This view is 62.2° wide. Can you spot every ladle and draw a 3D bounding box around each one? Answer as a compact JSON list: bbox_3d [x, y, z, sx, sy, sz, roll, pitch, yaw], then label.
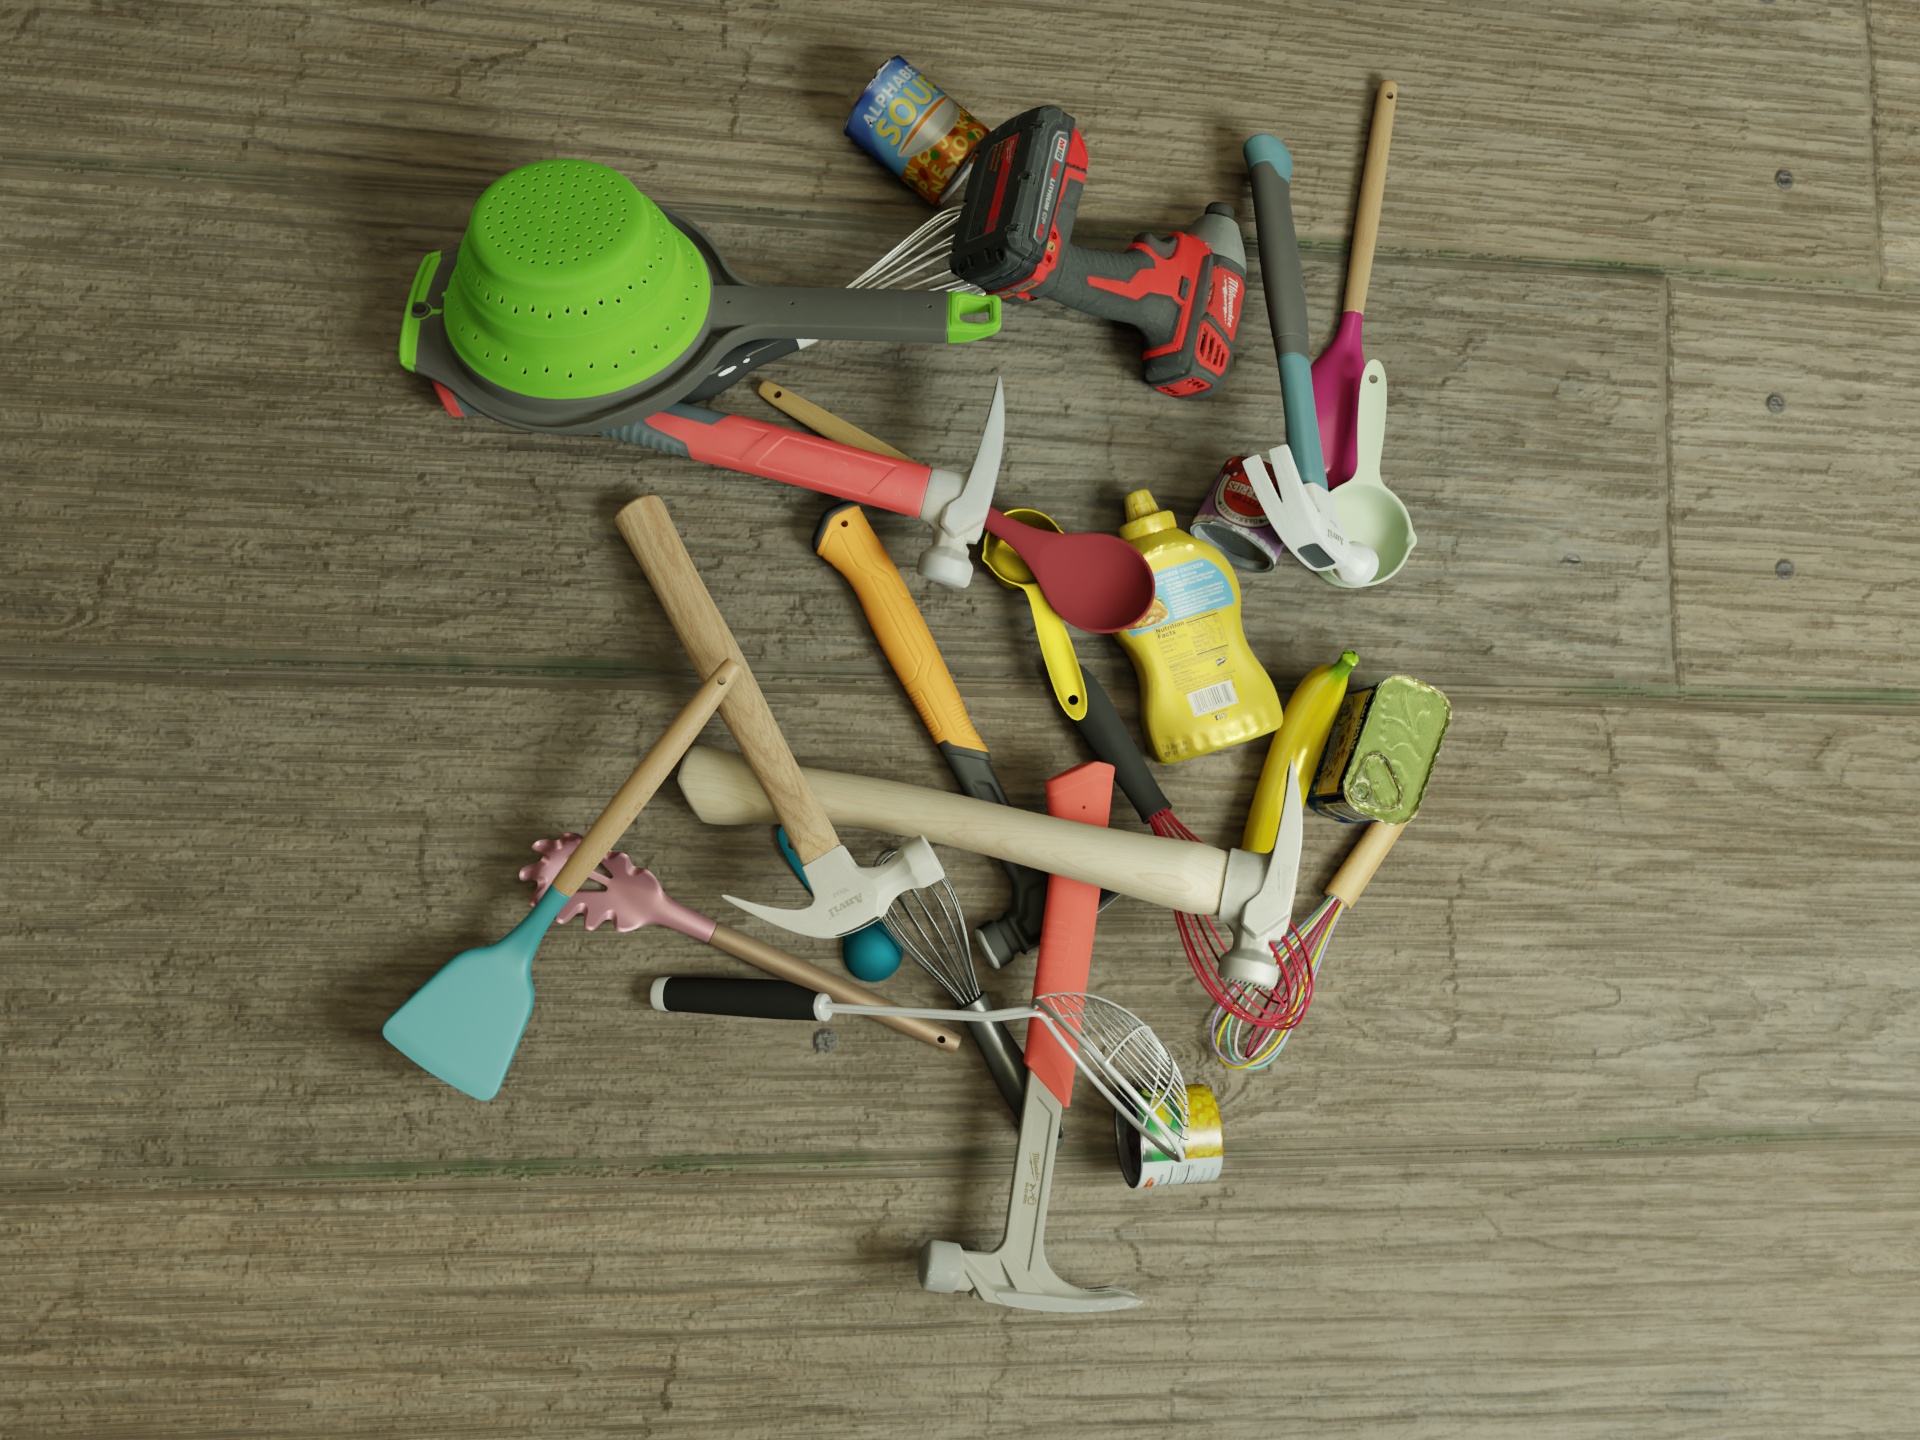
[{"bbox_3d":[-0.006,-0.154,1.103,0.315,0.031,0.069,31,84,6],"label":"ladle"}]

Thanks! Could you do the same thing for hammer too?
[{"bbox_3d":[-0.164,-0.206,1.070,0.386,0.038,0.143,15,91,0],"label":"hammer"},{"bbox_3d":[0.015,0.061,1.044,0.410,0.038,0.146,11,80,10],"label":"hammer"},{"bbox_3d":[-0.145,-0.007,1.047,0.130,0.031,0.331,-30,75,0],"label":"hammer"},{"bbox_3d":[0.072,0.207,1.062,0.149,0.037,0.359,10,83,-12],"label":"hammer"},{"bbox_3d":[0.234,-0.264,1.121,0.128,0.033,0.331,18,63,-48],"label":"hammer"},{"bbox_3d":[-0.002,-0.004,1.108,0.127,0.034,0.337,-29,89,-10],"label":"hammer"}]

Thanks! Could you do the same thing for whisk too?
[{"bbox_3d":[0.145,0.081,1.087,0.073,0.073,0.296,-28,73,-10],"label":"whisk"},{"bbox_3d":[0.259,0.147,1.131,0.051,0.047,0.245,38,77,-3],"label":"whisk"},{"bbox_3d":[-0.082,-0.288,1.115,0.284,0.070,0.070,-26,89,-5],"label":"whisk"},{"bbox_3d":[0.008,0.191,1.088,0.055,0.055,0.239,-30,95,-10],"label":"whisk"}]

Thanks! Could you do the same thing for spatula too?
[{"bbox_3d":[-0.238,0.091,1.012,0.082,0.044,0.317,37,90,-9],"label":"spatula"}]

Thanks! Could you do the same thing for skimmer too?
[{"bbox_3d":[-0.035,0.211,0.996,0.363,0.127,0.090,1,60,17],"label":"skimmer"}]

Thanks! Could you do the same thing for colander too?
[{"bbox_3d":[-0.171,-0.291,1.029,0.397,0.094,0.205,1,60,-1],"label":"colander"}]

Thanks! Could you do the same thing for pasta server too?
[{"bbox_3d":[-0.142,0.156,1.069,0.316,0.040,0.060,26,93,-7],"label":"pasta server"}]

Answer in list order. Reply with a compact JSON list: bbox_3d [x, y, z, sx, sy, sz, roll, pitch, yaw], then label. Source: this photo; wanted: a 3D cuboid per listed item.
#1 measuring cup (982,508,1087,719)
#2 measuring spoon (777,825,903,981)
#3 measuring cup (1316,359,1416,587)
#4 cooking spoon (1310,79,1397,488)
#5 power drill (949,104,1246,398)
[{"bbox_3d":[0.058,-0.072,1.119,0.062,0.029,0.156,-16,82,-6],"label":"measuring cup"},{"bbox_3d":[-0.085,0.124,1.087,0.042,0.021,0.128,-37,92,-11],"label":"measuring spoon"},{"bbox_3d":[0.292,-0.179,1.166,0.083,0.038,0.167,6,85,-7],"label":"measuring cup"},{"bbox_3d":[0.298,-0.329,1.194,0.068,0.017,0.319,11,84,-8],"label":"cooking spoon"},{"bbox_3d":[0.110,-0.327,1.107,0.219,0.078,0.143,19,81,-32],"label":"power drill"}]
